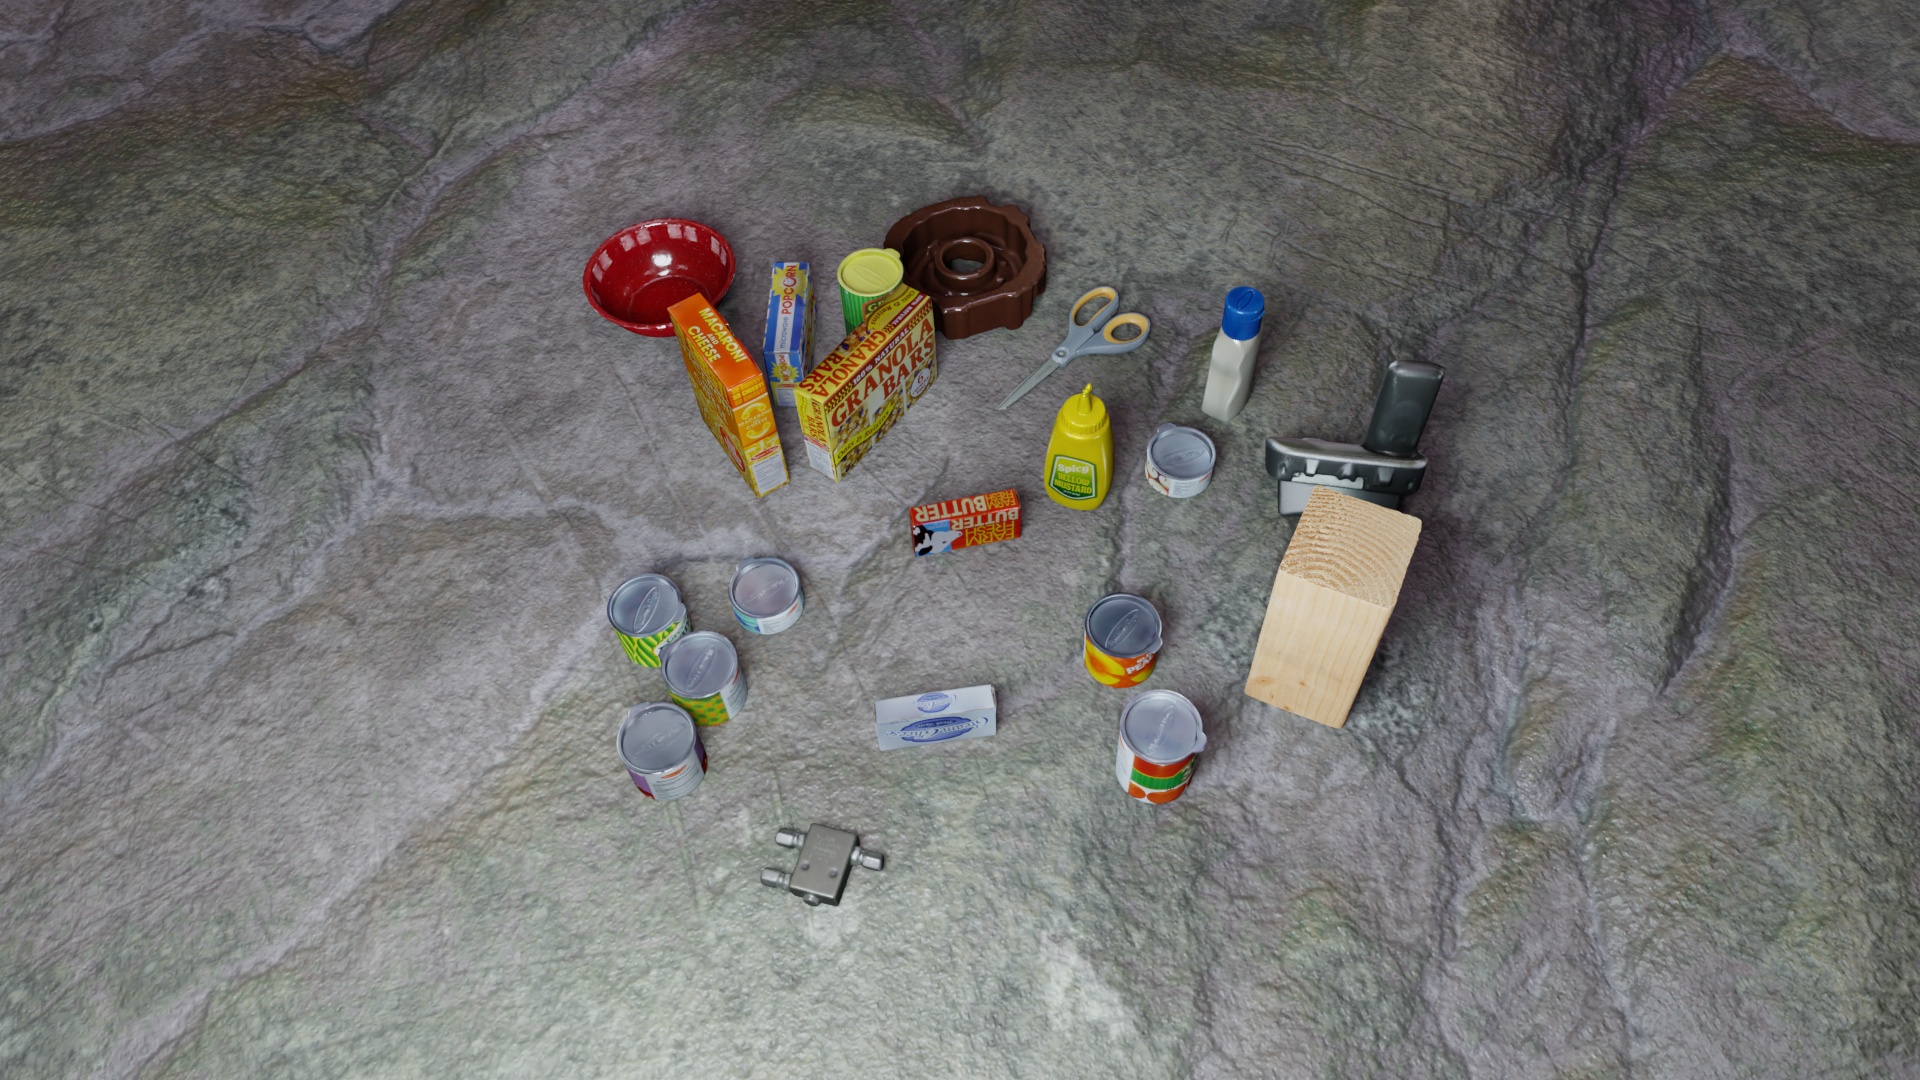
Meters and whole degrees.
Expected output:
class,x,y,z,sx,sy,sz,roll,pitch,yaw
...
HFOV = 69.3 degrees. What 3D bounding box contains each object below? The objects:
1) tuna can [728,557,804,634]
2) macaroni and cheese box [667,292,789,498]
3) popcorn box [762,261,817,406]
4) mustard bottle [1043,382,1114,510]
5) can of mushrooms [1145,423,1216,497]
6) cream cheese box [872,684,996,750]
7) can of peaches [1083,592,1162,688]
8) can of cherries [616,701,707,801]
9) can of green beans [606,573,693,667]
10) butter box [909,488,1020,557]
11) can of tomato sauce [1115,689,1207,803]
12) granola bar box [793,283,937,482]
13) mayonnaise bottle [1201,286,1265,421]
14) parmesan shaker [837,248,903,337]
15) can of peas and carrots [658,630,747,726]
class,x,y,z,sx,sy,sz,roll,pitch,yaw
tuna can,-0.179,0.050,1.277,0.071,0.032,0.071,-1,56,2
macaroni and cheese box,-0.219,-0.137,1.325,0.040,0.165,0.124,-29,60,-16
popcorn box,-0.173,-0.211,1.423,0.038,0.084,0.127,-1,56,2
mustard bottle,0.111,-0.090,1.282,0.065,0.159,0.049,13,58,11
can of mushrooms,0.212,-0.078,1.346,0.071,0.033,0.071,-1,56,2
cream cheese box,-0.021,0.152,1.187,0.104,0.053,0.024,-8,56,-3
can of peaches,0.143,0.090,1.220,0.071,0.057,0.071,-1,56,2
can of cherries,-0.252,0.177,1.177,0.071,0.058,0.072,-1,56,2
can of green beans,-0.278,0.073,1.250,0.071,0.057,0.071,-1,56,2
butter box,0.005,-0.016,1.301,0.103,0.053,0.024,-11,56,-5
can of tomato sauce,0.165,0.172,1.147,0.071,0.082,0.071,-1,56,2
granola bar box,-0.088,-0.153,1.356,0.039,0.123,0.166,30,62,21
mayonnaise bottle,0.266,-0.183,1.346,0.041,0.147,0.065,28,62,20
parmesan shaker,-0.086,-0.242,1.429,0.071,0.102,0.071,-1,56,2
can of peas and carrots,-0.225,0.121,1.214,0.071,0.058,0.071,-1,56,2
